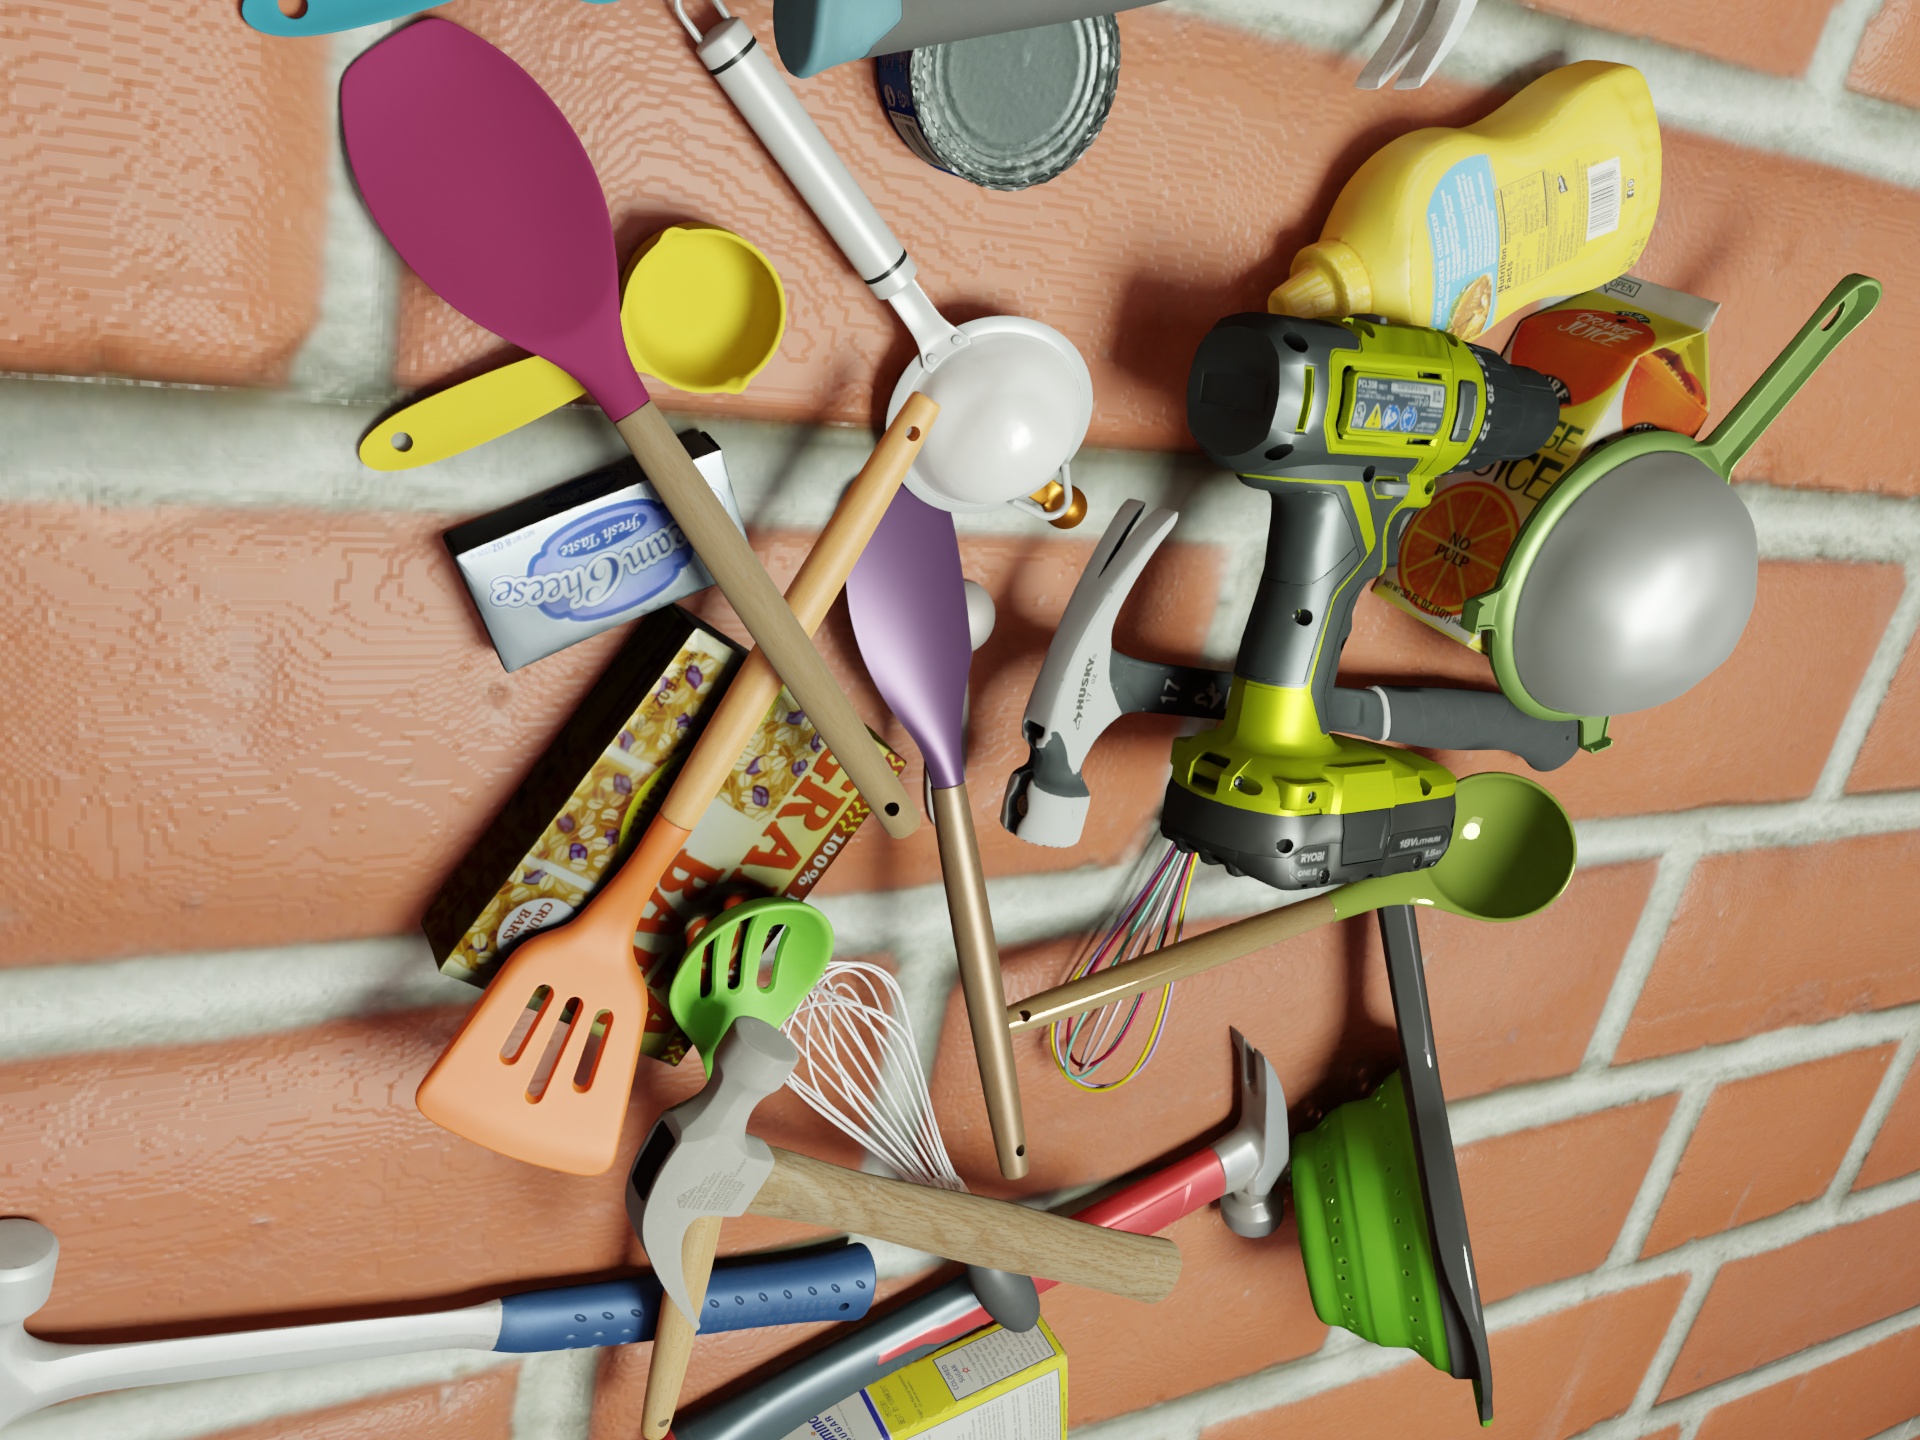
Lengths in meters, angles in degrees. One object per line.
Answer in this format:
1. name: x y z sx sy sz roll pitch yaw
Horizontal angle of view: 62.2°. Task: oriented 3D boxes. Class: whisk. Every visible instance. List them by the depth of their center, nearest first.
1. whisk: -0.018 0.213 0.772 0.070 0.070 0.284 -34 124 -11
2. whisk: 0.103 0.078 0.802 0.051 0.047 0.245 13 103 -40

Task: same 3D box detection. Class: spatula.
1. spatula: -0.093 0.020 0.596 0.081 0.041 0.322 29 97 -23
2. spatula: -0.003 0.052 0.677 0.059 0.018 0.315 -20 106 -35

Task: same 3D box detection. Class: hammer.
1. hammer: 0.078 -0.273 0.558 0.331 0.033 0.128 -24 120 -30
2. hammer: -0.222 0.277 0.715 0.405 0.035 0.144 7 111 -34
3. hammer: -0.010 0.233 0.732 0.331 0.031 0.130 28 99 -39
4. hammer: 0.194 -0.010 0.786 0.408 0.036 0.149 4 105 -40
5. hammer: 0.016 0.301 0.871 0.386 0.038 0.143 -21 123 -20

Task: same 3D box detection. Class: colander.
1. colander: 0.232 0.223 0.922 0.094 0.204 0.397 -10 108 13

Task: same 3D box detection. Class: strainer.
1. strainer: -0.022 -0.158 0.590 0.087 0.050 0.258 -36 123 8
2. strainer: 0.360 -0.097 0.744 0.151 0.069 0.256 34 98 -39

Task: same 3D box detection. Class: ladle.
1. ladle: 0.164 0.098 0.785 0.320 0.078 0.062 -16 167 -19

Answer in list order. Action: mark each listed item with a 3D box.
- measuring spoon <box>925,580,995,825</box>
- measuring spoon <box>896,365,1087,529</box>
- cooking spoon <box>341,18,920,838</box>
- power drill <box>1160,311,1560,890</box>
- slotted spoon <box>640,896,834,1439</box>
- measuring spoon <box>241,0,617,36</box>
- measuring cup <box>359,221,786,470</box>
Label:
1. measuring spoon: -0.001 -0.002 0.706 0.034 0.018 0.124 -11 121 -26
2. measuring spoon: 0.016 -0.111 0.660 0.116 0.011 0.021 32 96 -39
3. cooking spoon: -0.099 -0.085 0.549 0.069 0.017 0.318 -33 110 -3
4. power drill: 0.172 -0.054 0.677 0.190 0.080 0.228 -4 106 -35
5. slotted spoon: -0.113 0.203 0.698 0.070 0.031 0.313 -2 119 -33
6. measuring spoon: -0.156 -0.234 0.491 0.128 0.021 0.042 -19 120 -10
7. measuring cup: -0.137 -0.127 0.558 0.156 0.029 0.062 -24 123 -3
